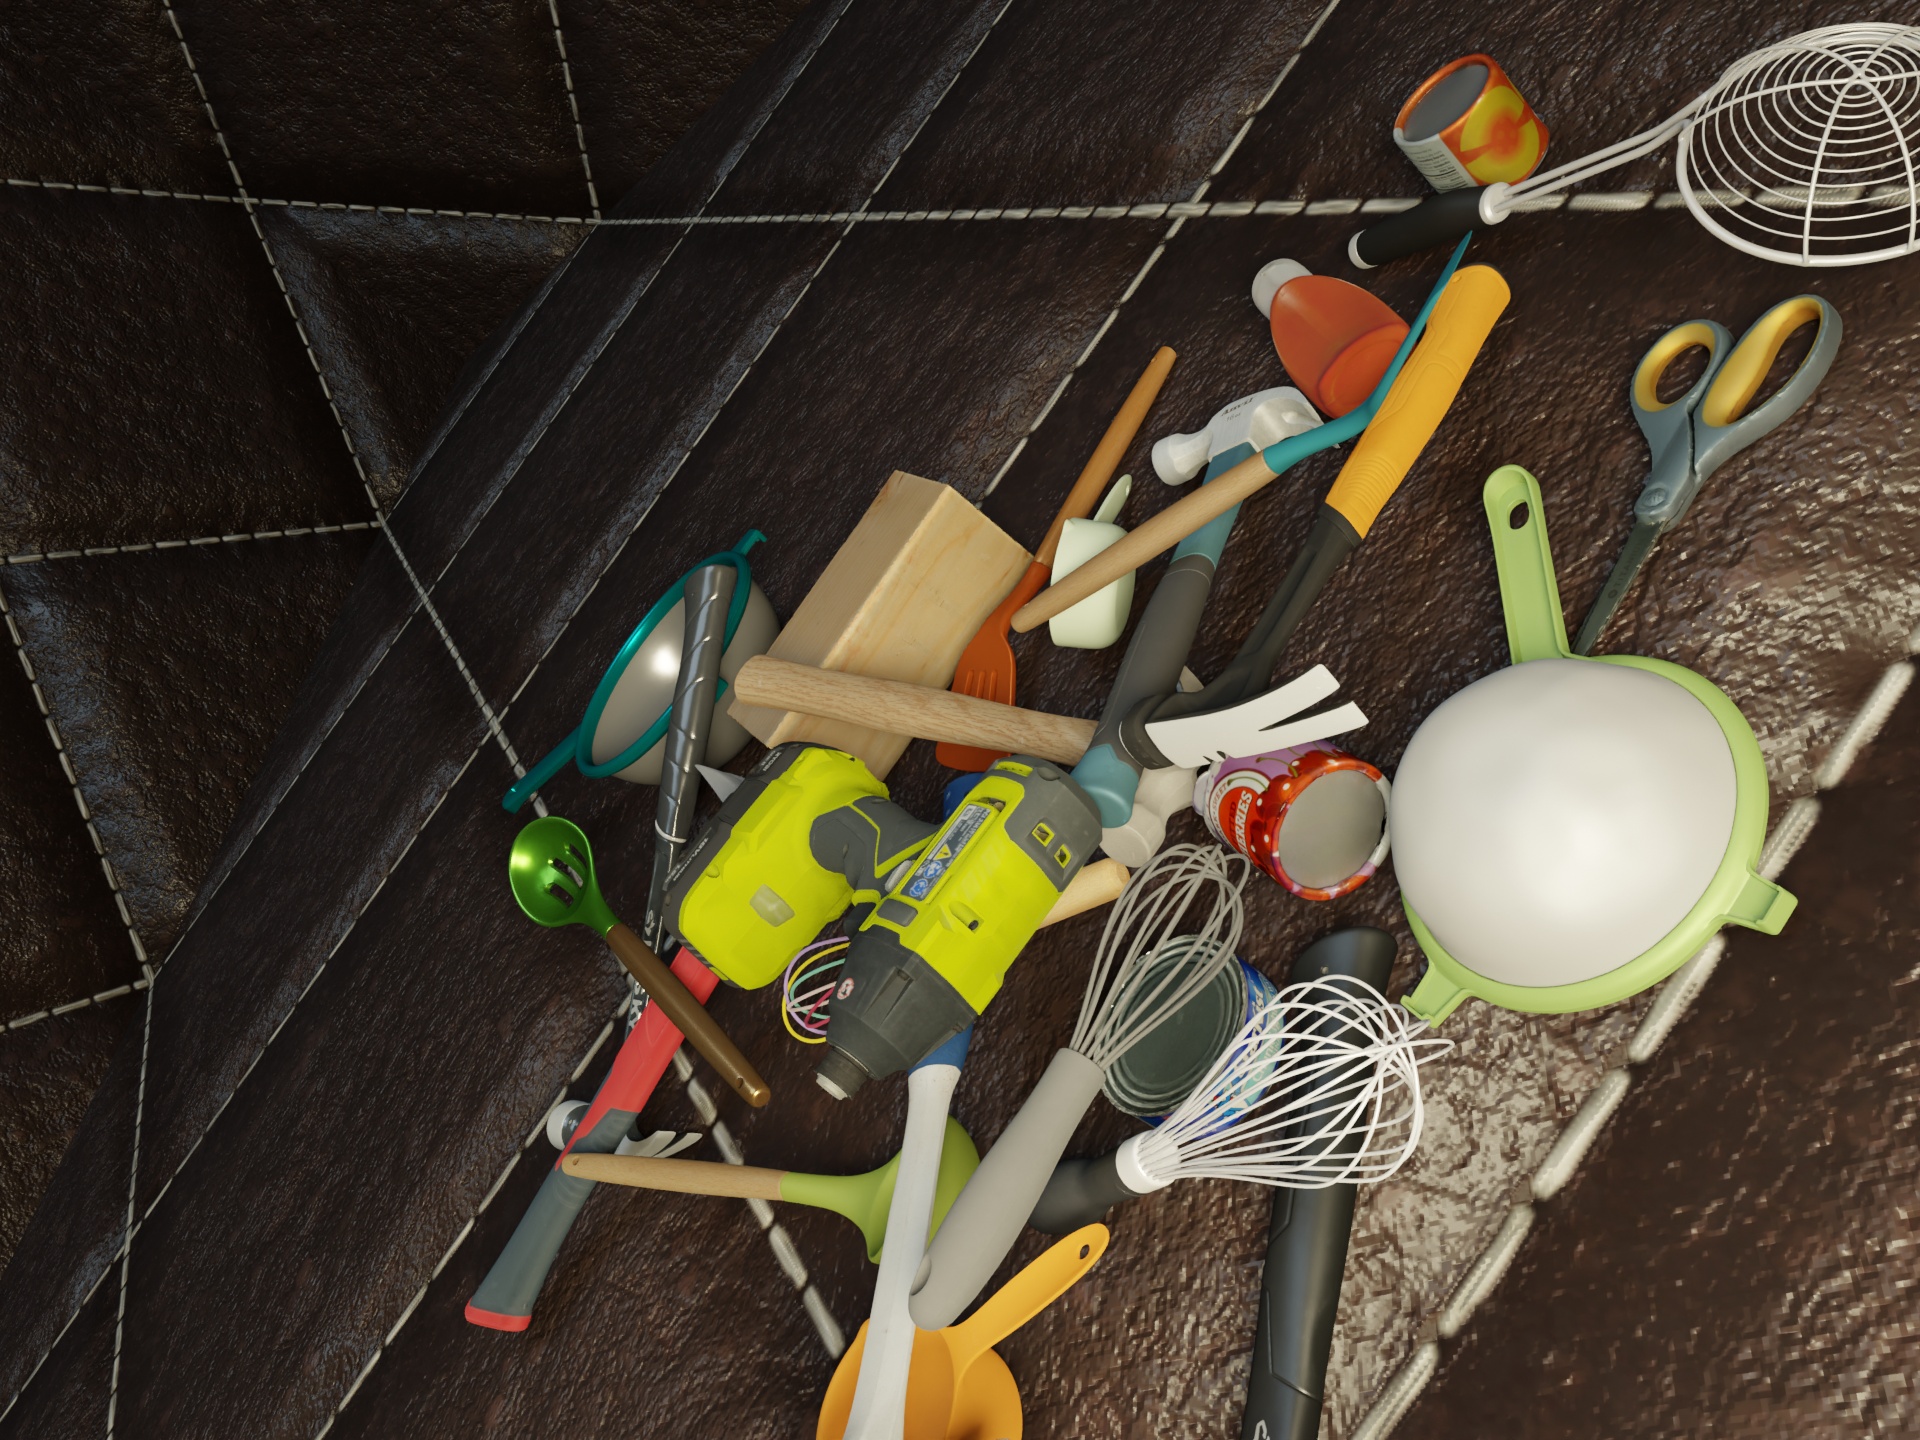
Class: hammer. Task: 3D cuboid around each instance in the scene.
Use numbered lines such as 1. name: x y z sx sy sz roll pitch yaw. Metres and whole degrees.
1. hammer: -0.197 0.093 1.071 0.149 0.036 0.409 -4 74 50
2. hammer: 0.196 -0.112 0.758 0.127 0.034 0.337 -15 34 55
3. hammer: -0.019 0.174 0.735 0.144 0.035 0.406 -18 35 23
4. hammer: -0.210 0.214 0.986 0.386 0.038 0.143 -58 44 12
5. hammer: 0.118 -0.070 0.843 0.128 0.033 0.331 -21 31 42
6. hammer: -0.001 -0.003 0.893 0.331 0.031 0.130 11 46 38
7. hammer: 0.125 0.229 0.578 0.146 0.035 0.335 -19 44 47

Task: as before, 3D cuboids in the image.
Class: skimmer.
1. skimmer: 0.327 -0.253 0.795 0.127 0.090 0.363 -54 19 -10

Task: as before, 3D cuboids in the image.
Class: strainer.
1. strainer: -0.249 0.008 1.296 0.340 0.095 0.211 -36 31 33
2. strainer: 0.221 -0.014 0.634 0.151 0.069 0.257 -28 45 39

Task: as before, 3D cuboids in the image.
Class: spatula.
1. spatula: 0.132 -0.127 0.807 0.317 0.044 0.082 -32 14 38
2. spatula: 0.069 -0.112 1.031 0.081 0.041 0.323 2 57 56

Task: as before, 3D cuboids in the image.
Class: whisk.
1. whisk: 0.087 0.164 0.615 0.284 0.070 0.070 -49 22 54
2. whisk: 0.051 0.143 0.648 0.055 0.055 0.239 -2 45 55
3. whisk: -0.009 0.128 0.874 0.245 0.051 0.047 -26 27 32

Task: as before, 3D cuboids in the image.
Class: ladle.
1. ladle: -0.117 0.239 0.843 0.320 0.062 0.078 -8 46 39

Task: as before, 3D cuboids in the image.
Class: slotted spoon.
1. slotted spoon: -0.195 0.142 0.951 0.314 0.031 0.070 33 99 47

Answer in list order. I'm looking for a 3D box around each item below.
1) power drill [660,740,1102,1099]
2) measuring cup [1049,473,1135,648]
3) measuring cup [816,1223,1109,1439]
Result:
1. power drill: -0.052 0.087 0.774 0.171 0.080 0.223 -51 28 -19
2. measuring cup: 0.095 -0.105 0.963 0.038 0.083 0.168 10 39 18
3. measuring cup: 0.014 0.276 0.673 0.173 0.052 0.095 -44 30 13
